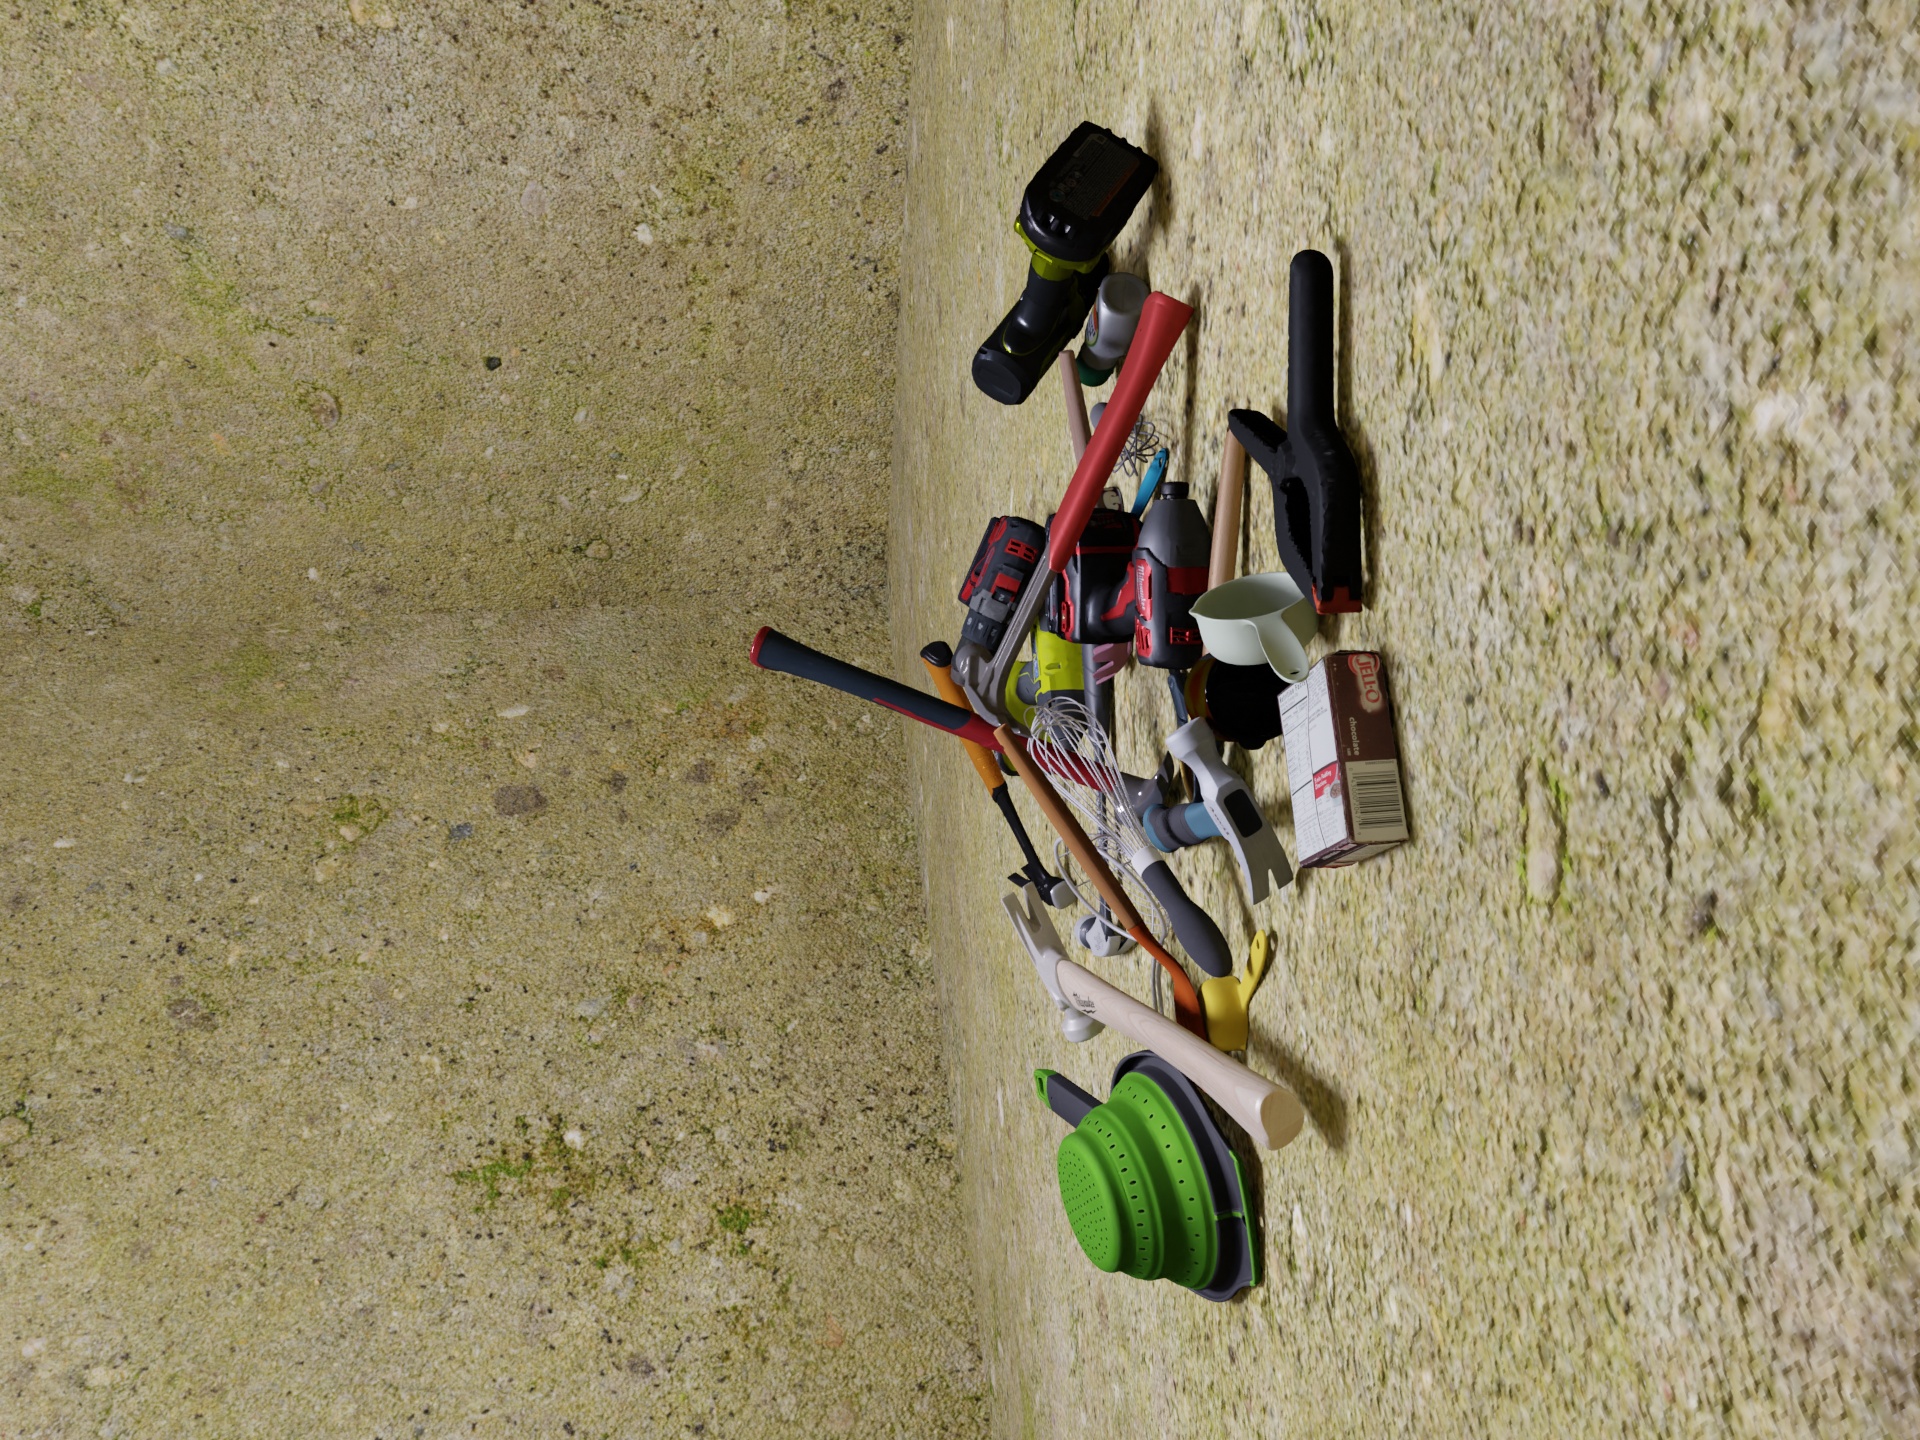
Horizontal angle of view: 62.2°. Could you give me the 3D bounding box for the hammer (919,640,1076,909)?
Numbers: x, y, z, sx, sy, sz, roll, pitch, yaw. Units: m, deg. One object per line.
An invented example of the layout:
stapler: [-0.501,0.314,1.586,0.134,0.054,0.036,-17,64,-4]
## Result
hammer: [0.033,0.059,1.812,0.336,0.034,0.127,65,163,-19]

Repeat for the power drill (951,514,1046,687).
power drill: [0.041,-0.136,1.749,0.227,0.080,0.188,-82,15,-80]

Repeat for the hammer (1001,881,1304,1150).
hammer: [0.136,0.223,1.196,0.146,0.038,0.411,64,166,-12]

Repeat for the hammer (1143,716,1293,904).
hammer: [0.176,0.074,1.185,0.128,0.033,0.331,58,176,5]

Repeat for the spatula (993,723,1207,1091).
spatula: [0.114,0.143,1.229,0.322,0.041,0.081,56,173,-3]

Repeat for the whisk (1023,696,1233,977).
whisk: [0.130,0.086,1.234,0.285,0.070,0.070,57,155,35]

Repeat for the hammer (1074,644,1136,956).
hammer: [0.138,0.034,1.582,0.149,0.036,0.409,-173,80,-81]

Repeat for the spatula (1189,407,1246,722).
spatula: [0.196,-0.066,1.158,0.082,0.044,0.317,-120,33,-74]

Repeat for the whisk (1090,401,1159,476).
whisk: [0.137,-0.259,1.413,0.239,0.055,0.055,-96,6,-71]

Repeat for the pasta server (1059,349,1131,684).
pasta server: [0.116,-0.179,1.439,0.060,0.040,0.316,-80,-21,-62]

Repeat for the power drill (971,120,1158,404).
power drill: [0.095,-0.405,1.394,0.191,0.080,0.228,-55,-5,-26]

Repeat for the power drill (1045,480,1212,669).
power drill: [0.141,-0.121,1.292,0.220,0.078,0.143,-157,65,-72]

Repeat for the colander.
colander: [0.112,0.371,1.353,0.397,0.094,0.204,-171,70,-70]

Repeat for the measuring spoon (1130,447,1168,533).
measuring spoon: [0.165,-0.188,1.383,0.128,0.021,0.042,111,153,-51]

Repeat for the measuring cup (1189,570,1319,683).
measuring cup: [0.190,-0.044,0.963,0.168,0.083,0.038,-93,-12,-65]

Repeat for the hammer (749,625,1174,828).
hammer: [-0.002,-0.004,1.387,0.143,0.386,0.038,98,-166,-72]

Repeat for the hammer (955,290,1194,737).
hammer: [0.094,-0.166,1.267,0.359,0.036,0.149,-65,23,15]

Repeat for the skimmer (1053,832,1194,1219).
skimmer: [0.147,0.277,1.386,0.127,0.090,0.363,139,128,-68]

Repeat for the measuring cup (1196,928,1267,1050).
measuring cup: [0.201,0.197,1.180,0.156,0.029,0.062,93,171,-54]

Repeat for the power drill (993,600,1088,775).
power drill: [0.092,-0.021,1.759,0.223,0.080,0.171,119,148,-70]
